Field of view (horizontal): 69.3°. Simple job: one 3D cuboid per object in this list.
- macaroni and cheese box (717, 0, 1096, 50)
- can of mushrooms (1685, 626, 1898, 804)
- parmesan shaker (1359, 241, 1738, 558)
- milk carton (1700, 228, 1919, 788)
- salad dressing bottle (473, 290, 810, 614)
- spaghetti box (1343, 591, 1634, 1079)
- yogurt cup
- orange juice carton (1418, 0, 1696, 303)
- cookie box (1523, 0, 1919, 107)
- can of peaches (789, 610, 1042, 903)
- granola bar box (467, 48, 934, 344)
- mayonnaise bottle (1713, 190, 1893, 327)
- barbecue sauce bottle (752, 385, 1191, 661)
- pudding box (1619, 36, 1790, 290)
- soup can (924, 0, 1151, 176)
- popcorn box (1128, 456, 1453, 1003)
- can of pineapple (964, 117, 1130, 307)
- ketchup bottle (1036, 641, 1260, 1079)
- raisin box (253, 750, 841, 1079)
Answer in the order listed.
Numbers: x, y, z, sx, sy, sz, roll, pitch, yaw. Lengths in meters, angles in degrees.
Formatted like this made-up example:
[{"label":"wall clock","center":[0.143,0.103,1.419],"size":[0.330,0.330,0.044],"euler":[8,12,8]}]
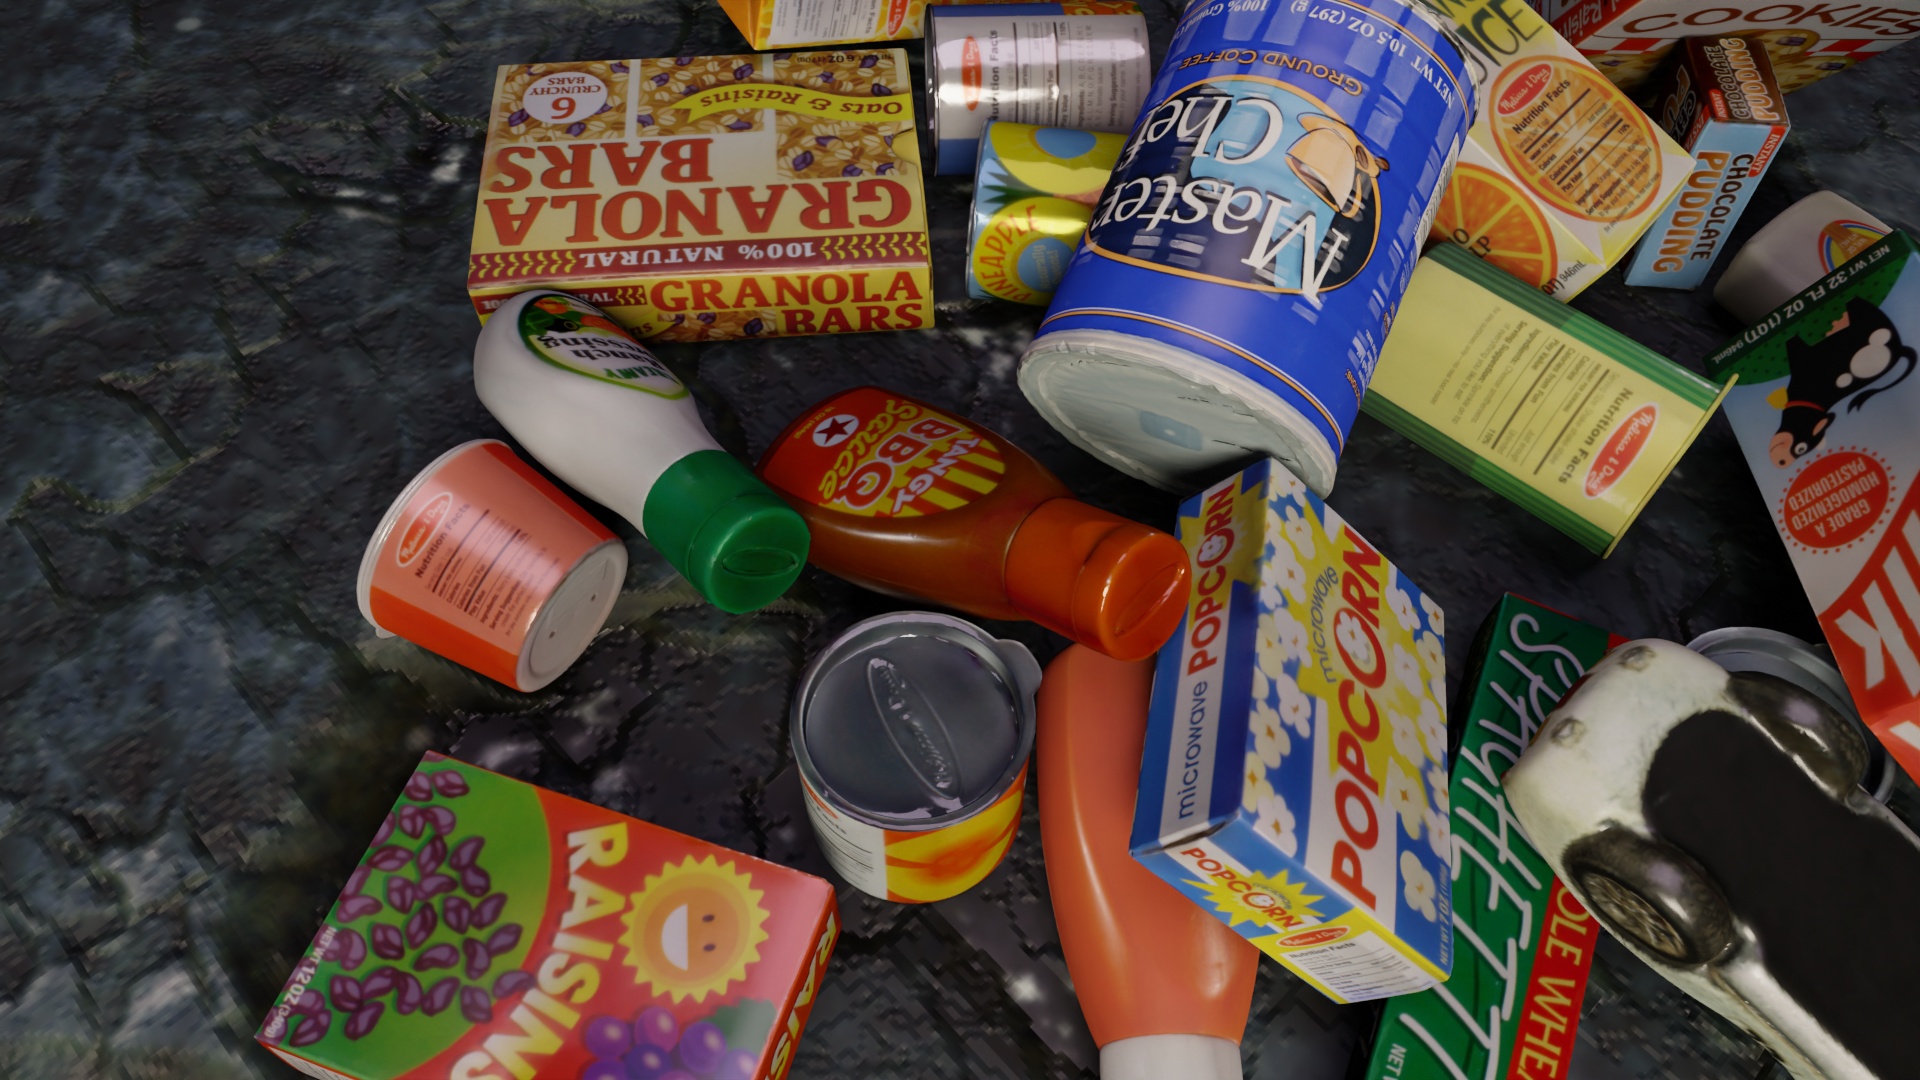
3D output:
[{"label":"macaroni and cheese box","center":[-0.036,-0.268,0.604],"size":[0.167,0.040,0.124],"euler":[-16,56,-29]},{"label":"can of mushrooms","center":[0.241,0.061,0.419],"size":[0.071,0.033,0.071],"euler":[0,56,-1]},{"label":"parmesan shaker","center":[0.194,-0.052,0.472],"size":[0.103,0.071,0.071],"euler":[37,63,21]},{"label":"milk carton","center":[0.300,0.005,0.410],"size":[0.073,0.072,0.191],"euler":[24,45,-24]},{"label":"salad dressing bottle","center":[-0.104,-0.031,0.444],"size":[0.064,0.043,0.148],"euler":[4,28,-49]},{"label":"spaghetti box","center":[0.140,0.122,0.378],"size":[0.050,0.028,0.251],"euler":[22,59,12]},{"label":"yogurt cup","center":[-0.140,0.010,0.426],"size":[0.054,0.072,0.073],"euler":[30,60,8]},{"label":"orange juice carton","center":[0.163,-0.167,0.515],"size":[0.193,0.071,0.073],"euler":[45,65,5]},{"label":"cookie box","center":[0.293,-0.206,0.525],"size":[0.123,0.167,0.040],"euler":[0,92,-2]},{"label":"can of peaches","center":[-0.011,0.062,0.397],"size":[0.071,0.057,0.071],"euler":[1,56,-1]},{"label":"granola bar box","center":[-0.097,-0.135,0.537],"size":[0.166,0.038,0.125],"euler":[-4,56,-4]},{"label":"mayonnaise bottle","center":[0.355,-0.067,0.503],"size":[0.065,0.041,0.148],"euler":[-32,62,-23]},{"label":"barbecue sauce bottle","center":[0.001,-0.005,0.416],"size":[0.065,0.043,0.149],"euler":[-42,40,-23]},{"label":"pudding box","center":[0.277,-0.141,0.526],"size":[0.030,0.083,0.050],"euler":[4,57,4]},{"label":"soup can","center":[0.028,-0.181,0.558],"size":[0.084,0.071,0.071],"euler":[-3,56,-4]},{"label":"popcorn box","center":[0.095,0.050,0.384],"size":[0.085,0.038,0.127],"euler":[37,44,-22]},{"label":"can of pineapple","center":[0.034,-0.118,0.514],"size":[0.058,0.070,0.071],"euler":[7,56,3]},{"label":"ketchup bottle","center":[0.054,0.101,0.380],"size":[0.065,0.043,0.149],"euler":[10,55,-15]},{"label":"raisin box","center":[-0.104,0.117,0.369],"size":[0.123,0.040,0.086],"euler":[15,56,10]}]
